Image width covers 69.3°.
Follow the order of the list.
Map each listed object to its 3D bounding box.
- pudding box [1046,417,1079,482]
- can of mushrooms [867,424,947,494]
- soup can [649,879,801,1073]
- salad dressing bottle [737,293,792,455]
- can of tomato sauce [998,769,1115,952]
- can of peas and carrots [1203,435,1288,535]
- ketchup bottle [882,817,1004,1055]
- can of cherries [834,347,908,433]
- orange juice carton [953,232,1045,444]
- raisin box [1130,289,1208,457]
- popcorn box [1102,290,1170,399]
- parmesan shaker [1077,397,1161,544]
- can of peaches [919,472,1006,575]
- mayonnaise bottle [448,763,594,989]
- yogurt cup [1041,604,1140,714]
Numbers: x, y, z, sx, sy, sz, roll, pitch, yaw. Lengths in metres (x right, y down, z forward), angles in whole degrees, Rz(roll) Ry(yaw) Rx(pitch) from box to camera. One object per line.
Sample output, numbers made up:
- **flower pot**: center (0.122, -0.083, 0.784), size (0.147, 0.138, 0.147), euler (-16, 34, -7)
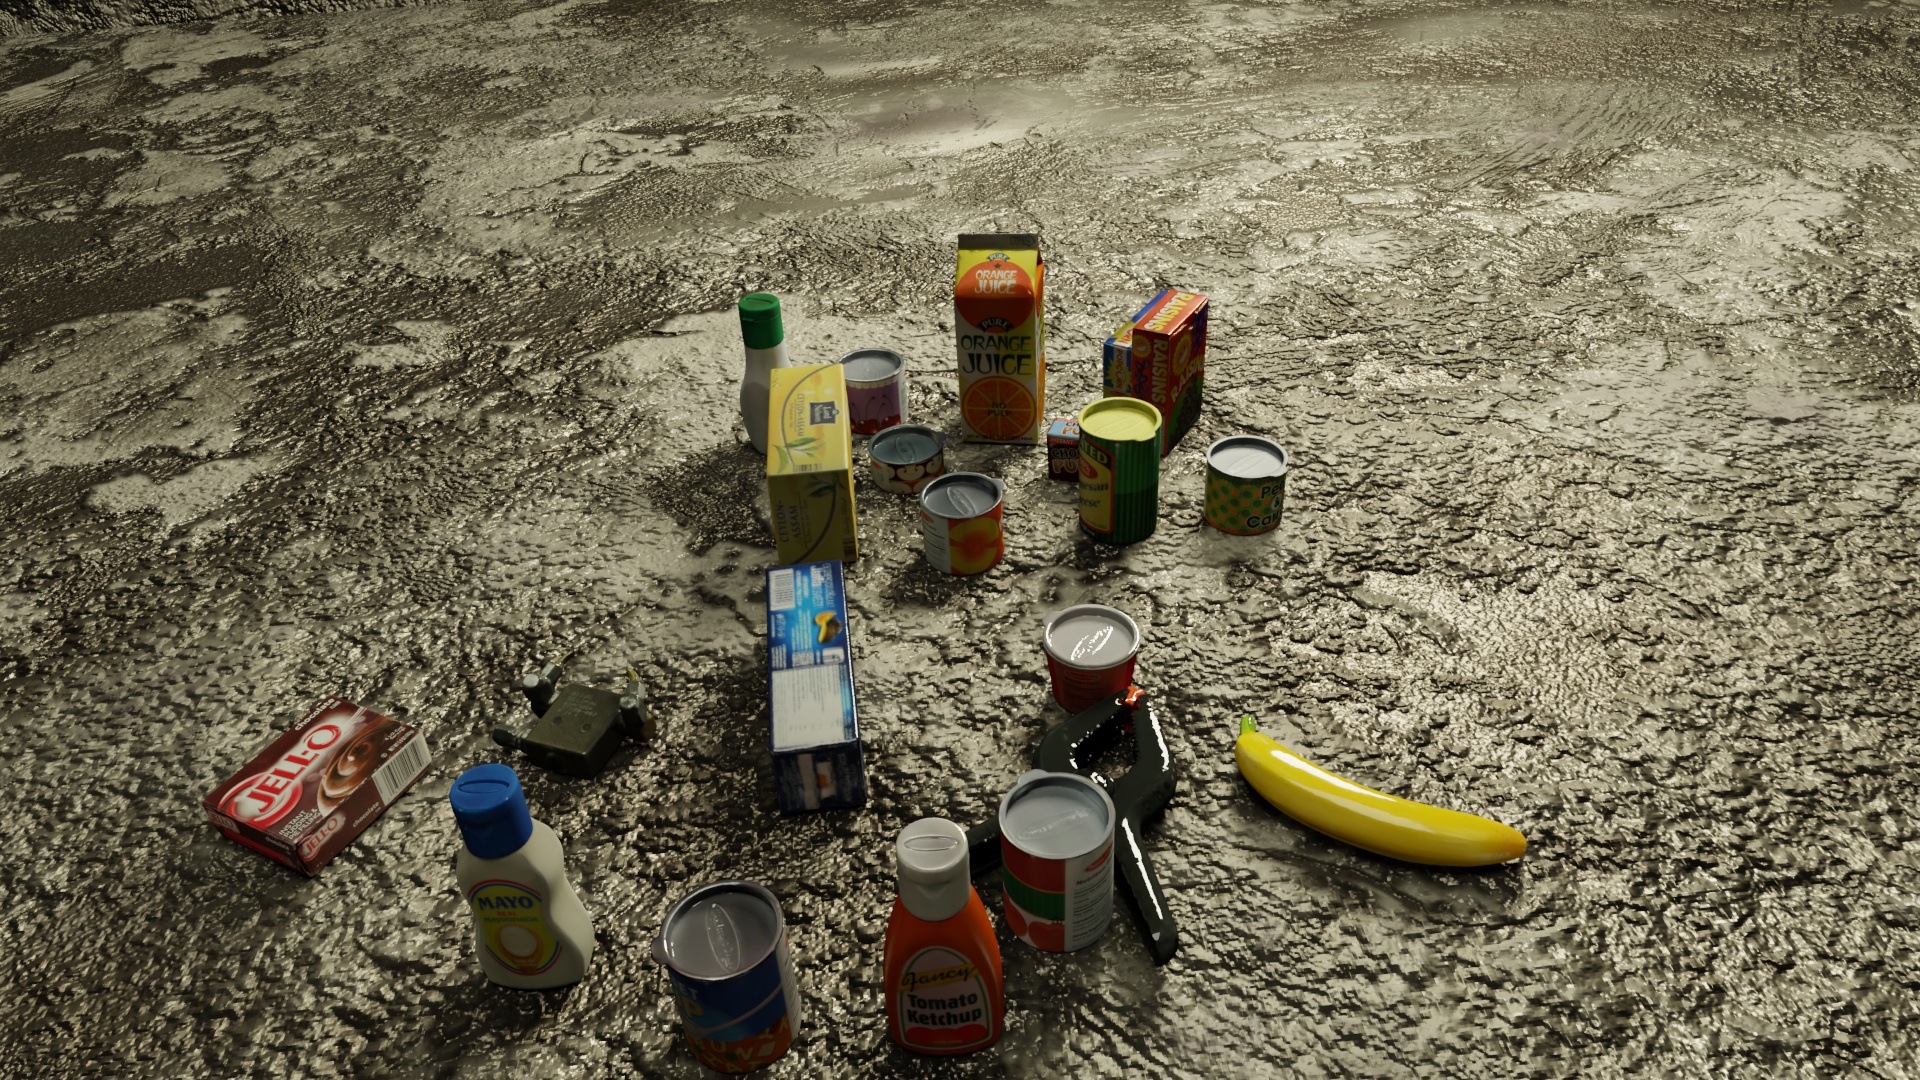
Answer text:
- **pudding box**: center (0.119, -0.076, 1.205), size (0.084, 0.049, 0.030), euler (8, 37, 16)
- **can of mushrooms**: center (-0.045, -0.072, 1.227), size (0.071, 0.033, 0.071), euler (-2, 35, 2)
- **soup can**: center (-0.126, 0.238, 0.755), size (0.071, 0.083, 0.072), euler (-2, 35, 2)
- **salad dressing bottle**: center (-0.171, -0.148, 1.246), size (0.064, 0.146, 0.044), euler (14, 39, 23)
- **can of tomato sauce**: center (0.055, 0.187, 0.812), size (0.071, 0.082, 0.071), euler (-2, 35, 2)
- **can of peas and carrots**: center (0.236, -0.045, 1.143), size (0.071, 0.058, 0.071), euler (-2, 35, 2)
- **ketchup bottle**: center (-0.011, 0.209, 0.730), size (0.065, 0.148, 0.044), euler (-3, 35, 1)
- **can of cherries**: center (-0.086, -0.140, 1.305), size (0.071, 0.058, 0.072), euler (-2, 35, 2)
- **orange juice carton**: center (0.037, -0.185, 1.242), size (0.072, 0.191, 0.073), euler (3, 36, 9)
- **raisin box**: center (0.186, -0.149, 1.239), size (0.040, 0.122, 0.086), euler (17, 40, 27)
- **popcorn box**: center (0.178, -0.170, 1.302), size (0.038, 0.084, 0.127), euler (18, 41, 28)
- **parmesan shaker**: center (0.130, -0.054, 1.128), size (0.071, 0.102, 0.072), euler (-2, 35, 2)
- **can of peaches**: center (0.004, -0.014, 1.120), size (0.071, 0.057, 0.071), euler (-2, 35, 2)
- **mayonnaise bottle**: center (-0.250, 0.190, 0.778), size (0.065, 0.147, 0.041), euler (-2, 35, 3)
- **yogurt cup**: center (0.092, 0.086, 0.976), size (0.072, 0.053, 0.073), euler (-2, 35, 2)
